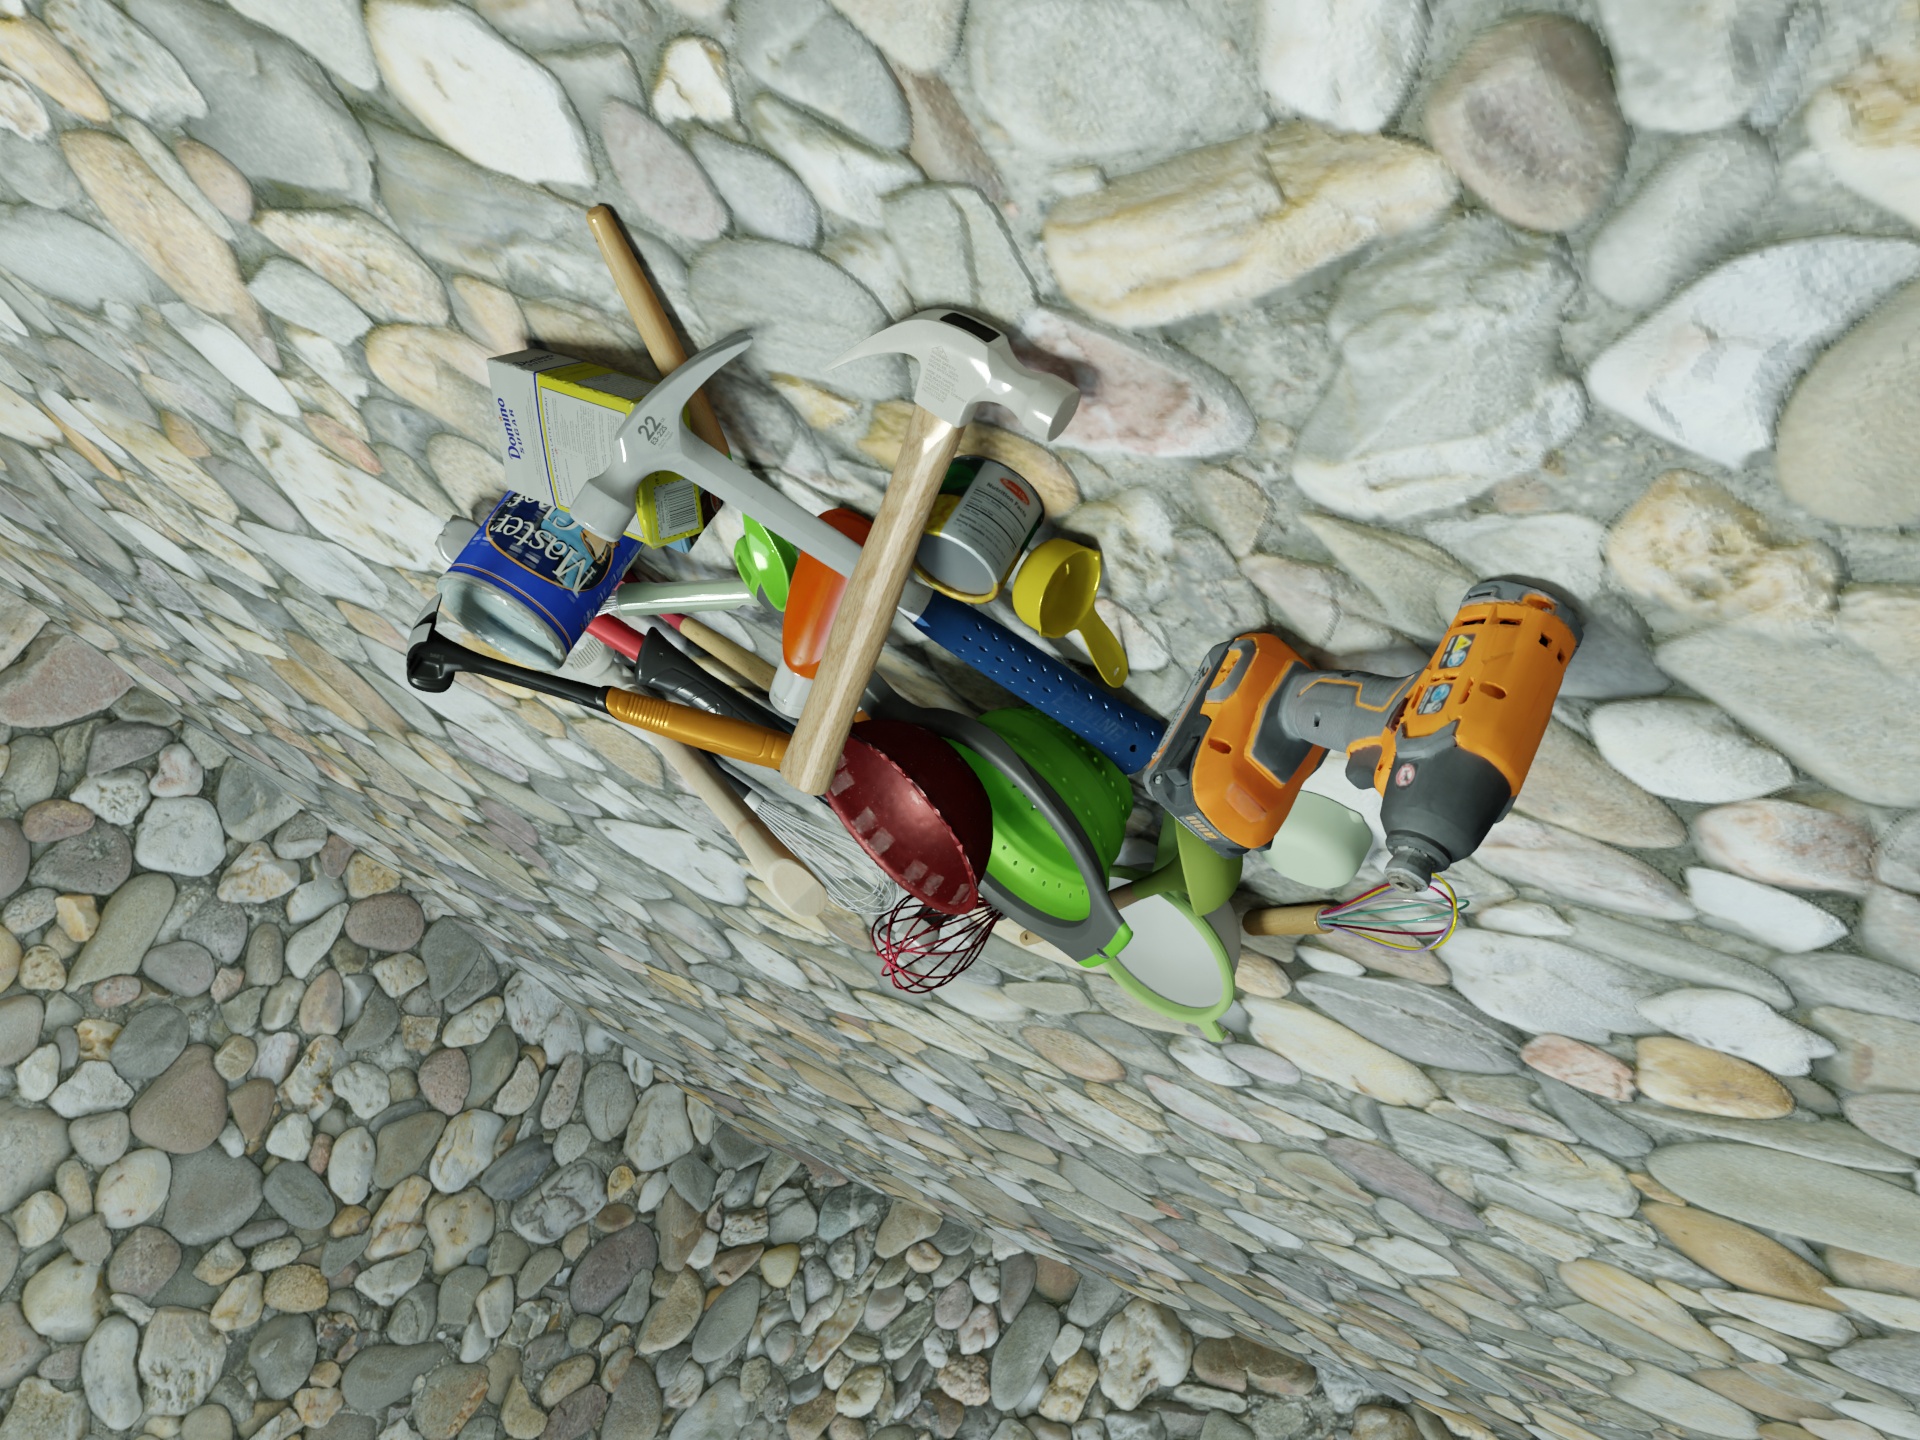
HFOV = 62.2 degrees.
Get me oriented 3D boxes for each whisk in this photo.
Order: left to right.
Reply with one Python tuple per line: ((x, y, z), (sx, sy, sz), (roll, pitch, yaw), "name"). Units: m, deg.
((-0.262, -0.091, 1.199), (0.246, 0.059, 0.058), (-3, -177, 11), "whisk")
((-0.180, 0.100, 1.564), (0.284, 0.070, 0.070), (36, 156, -3), "whisk")
((0.020, 0.151, 1.243), (0.073, 0.073, 0.295), (17, -165, 27), "whisk")
((0.278, 0.139, 1.148), (0.047, 0.051, 0.245), (61, 156, -4), "whisk")

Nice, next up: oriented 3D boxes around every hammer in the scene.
((-0.262, -0.057, 1.343), (0.386, 0.038, 0.143), (32, 178, -17), "hammer")
((-0.216, -0.007, 1.114), (0.336, 0.034, 0.127), (17, 160, -15), "hammer")
((-0.206, 0.056, 1.332), (0.146, 0.038, 0.411), (48, 174, -39), "hammer")
((-0.121, 0.035, 1.279), (0.334, 0.146, 0.035), (37, 155, -4), "hammer")
((-0.048, -0.082, 0.903), (0.130, 0.031, 0.331), (35, 130, 13), "hammer")
((-0.029, -0.081, 0.987), (0.405, 0.144, 0.035), (31, -171, -25), "hammer")

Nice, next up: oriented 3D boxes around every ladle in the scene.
((-0.194, -0.062, 1.219), (0.316, 0.031, 0.069), (31, 174, 28), "ladle")
((0.110, 0.132, 1.188), (0.062, 0.078, 0.320), (1, 162, -26), "ladle")

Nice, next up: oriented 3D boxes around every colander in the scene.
((-0.002, -0.004, 1.137), (0.397, 0.094, 0.204), (46, 156, 7), "colander")

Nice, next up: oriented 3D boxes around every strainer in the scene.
((0.170, 0.124, 1.221), (0.152, 0.069, 0.256), (33, 142, 27), "strainer")

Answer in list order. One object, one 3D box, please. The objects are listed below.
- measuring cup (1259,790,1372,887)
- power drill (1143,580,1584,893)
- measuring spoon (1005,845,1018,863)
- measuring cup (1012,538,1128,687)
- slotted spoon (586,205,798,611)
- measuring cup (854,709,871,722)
((0.202, 0.058, 1.064), (0.167, 0.038, 0.083), (35, 156, -18), "measuring cup")
((0.201, 0.018, 0.835), (0.084, 0.164, 0.226), (39, 156, -22), "power drill")
((0.041, 0.106, 1.380), (0.034, 0.018, 0.124), (19, 147, 23), "measuring spoon")
((0.071, -0.060, 0.977), (0.029, 0.062, 0.156), (30, 170, 30), "measuring cup")
((-0.160, -0.185, 0.993), (0.070, 0.031, 0.313), (49, 168, 41), "slotted spoon")
((-0.016, 0.038, 1.248), (0.173, 0.095, 0.052), (13, 139, -17), "measuring cup")
